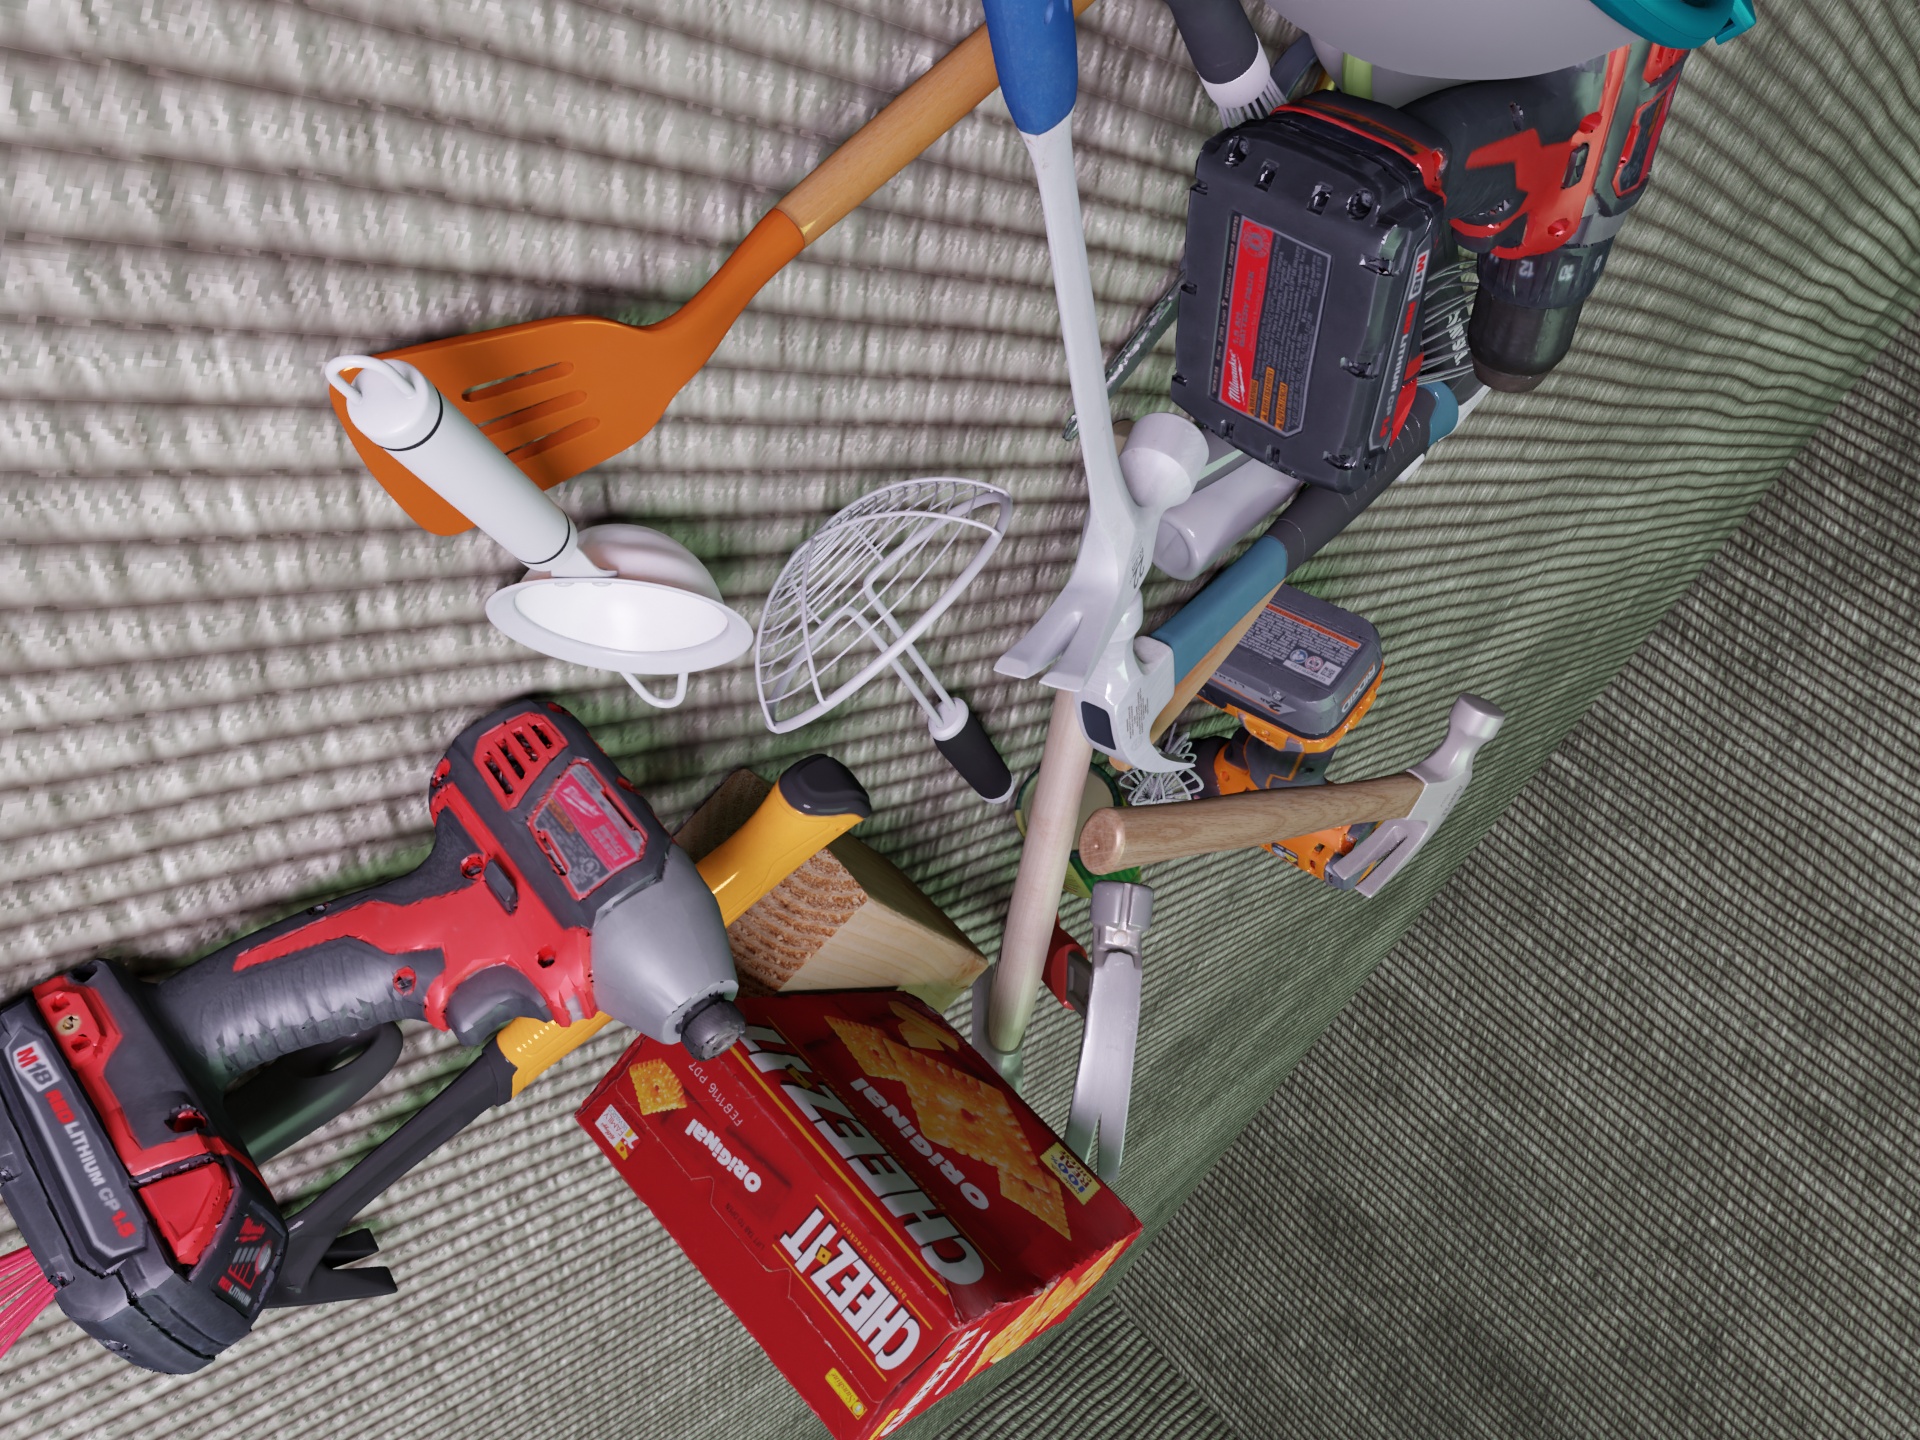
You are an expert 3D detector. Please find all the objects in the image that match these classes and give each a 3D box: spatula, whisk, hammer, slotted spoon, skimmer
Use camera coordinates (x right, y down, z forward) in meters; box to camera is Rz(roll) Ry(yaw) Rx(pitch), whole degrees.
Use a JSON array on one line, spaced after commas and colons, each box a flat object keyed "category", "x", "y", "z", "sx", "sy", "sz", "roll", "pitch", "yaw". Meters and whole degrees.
[{"category": "spatula", "x": -0.041, "y": -0.168, "z": 0.481, "sx": 0.322, "sy": 0.041, "sz": 0.081, "roll": -45, "pitch": 159, "yaw": -15}, {"category": "whisk", "x": -0.319, "y": 0.190, "z": 0.538, "sx": 0.296, "sy": 0.073, "sz": 0.073, "roll": -36, "pitch": 155, "yaw": -36}, {"category": "hammer", "x": 0.052, "y": 0.035, "z": 0.851, "sx": 0.146, "sy": 0.038, "sz": 0.410, "roll": -86, "pitch": -174, "yaw": -59}, {"category": "hammer", "x": 0.165, "y": -0.090, "z": 0.807, "sx": 0.331, "sy": 0.033, "sz": 0.128, "roll": -41, "pitch": 141, "yaw": -33}, {"category": "slotted spoon", "x": 0.168, "y": -0.073, "z": 0.895, "sx": 0.070, "sy": 0.031, "sz": 0.314, "roll": -14, "pitch": -153, "yaw": 51}, {"category": "whisk", "x": 0.132, "y": 0.048, "z": 1.068, "sx": 0.058, "sy": 0.059, "sz": 0.246, "roll": -59, "pitch": 169, "yaw": -9}, {"category": "hammer", "x": 0.262, "y": -0.243, "z": 0.865, "sx": 0.146, "sy": 0.035, "sz": 0.334, "roll": -49, "pitch": 157, "yaw": 6}, {"category": "hammer", "x": -0.169, "y": 0.133, "z": 0.661, "sx": 0.337, "sy": 0.034, "sz": 0.127, "roll": -40, "pitch": 154, "yaw": 5}, {"category": "hammer", "x": 0.187, "y": 0.053, "z": 0.892, "sx": 0.331, "sy": 0.031, "sz": 0.130, "roll": -4, "pitch": 125, "yaw": -43}, {"category": "whisk", "x": 0.184, "y": -0.164, "z": 0.796, "sx": 0.239, "sy": 0.055, "sz": 0.055, "roll": -29, "pitch": 155, "yaw": -4}, {"category": "hammer", "x": 0.062, "y": 0.159, "z": 0.961, "sx": 0.359, "sy": 0.036, "sz": 0.149, "roll": 159, "pitch": -61, "yaw": -86}, {"category": "hammer", "x": 0.026, "y": -0.169, "z": 0.474, "sx": 0.144, "sy": 0.035, "sz": 0.405, "roll": -62, "pitch": 155, "yaw": -29}, {"category": "skimmer", "x": -0.001, "y": -0.002, "z": 0.726, "sx": 0.127, "sy": 0.090, "sz": 0.363, "roll": -46, "pitch": 157, "yaw": -5}, {"category": "whisk", "x": 0.108, "y": -0.216, "z": 0.572, "sx": 0.070, "sy": 0.070, "sz": 0.284, "roll": -50, "pitch": 152, "yaw": 6}]

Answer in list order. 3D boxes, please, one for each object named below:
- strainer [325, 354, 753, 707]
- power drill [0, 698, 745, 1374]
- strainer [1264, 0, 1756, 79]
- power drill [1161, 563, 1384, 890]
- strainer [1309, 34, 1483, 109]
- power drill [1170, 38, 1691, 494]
[{"category": "strainer", "x": -0.117, "y": -0.053, "z": 0.460, "sx": 0.258, "sy": 0.087, "sz": 0.050, "roll": 67, "pitch": 24, "yaw": -78}, {"category": "power drill", "x": -0.183, "y": 0.098, "z": 0.513, "sx": 0.219, "sy": 0.143, "sz": 0.078, "roll": -33, "pitch": 156, "yaw": -24}, {"category": "strainer", "x": 0.076, "y": -0.235, "z": 0.393, "sx": 0.095, "sy": 0.211, "sz": 0.340, "roll": -28, "pitch": 179, "yaw": 44}, {"category": "power drill", "x": 0.191, "y": 0.006, "z": 1.017, "sx": 0.084, "sy": 0.164, "sz": 0.226, "roll": -49, "pitch": 148, "yaw": -21}, {"category": "strainer", "x": 0.192, "y": -0.279, "z": 0.634, "sx": 0.151, "sy": 0.069, "sz": 0.256, "roll": -49, "pitch": 154, "yaw": 2}, {"category": "power drill", "x": 0.181, "y": -0.172, "z": 0.592, "sx": 0.227, "sy": 0.080, "sz": 0.187, "roll": -36, "pitch": 146, "yaw": -28}]
